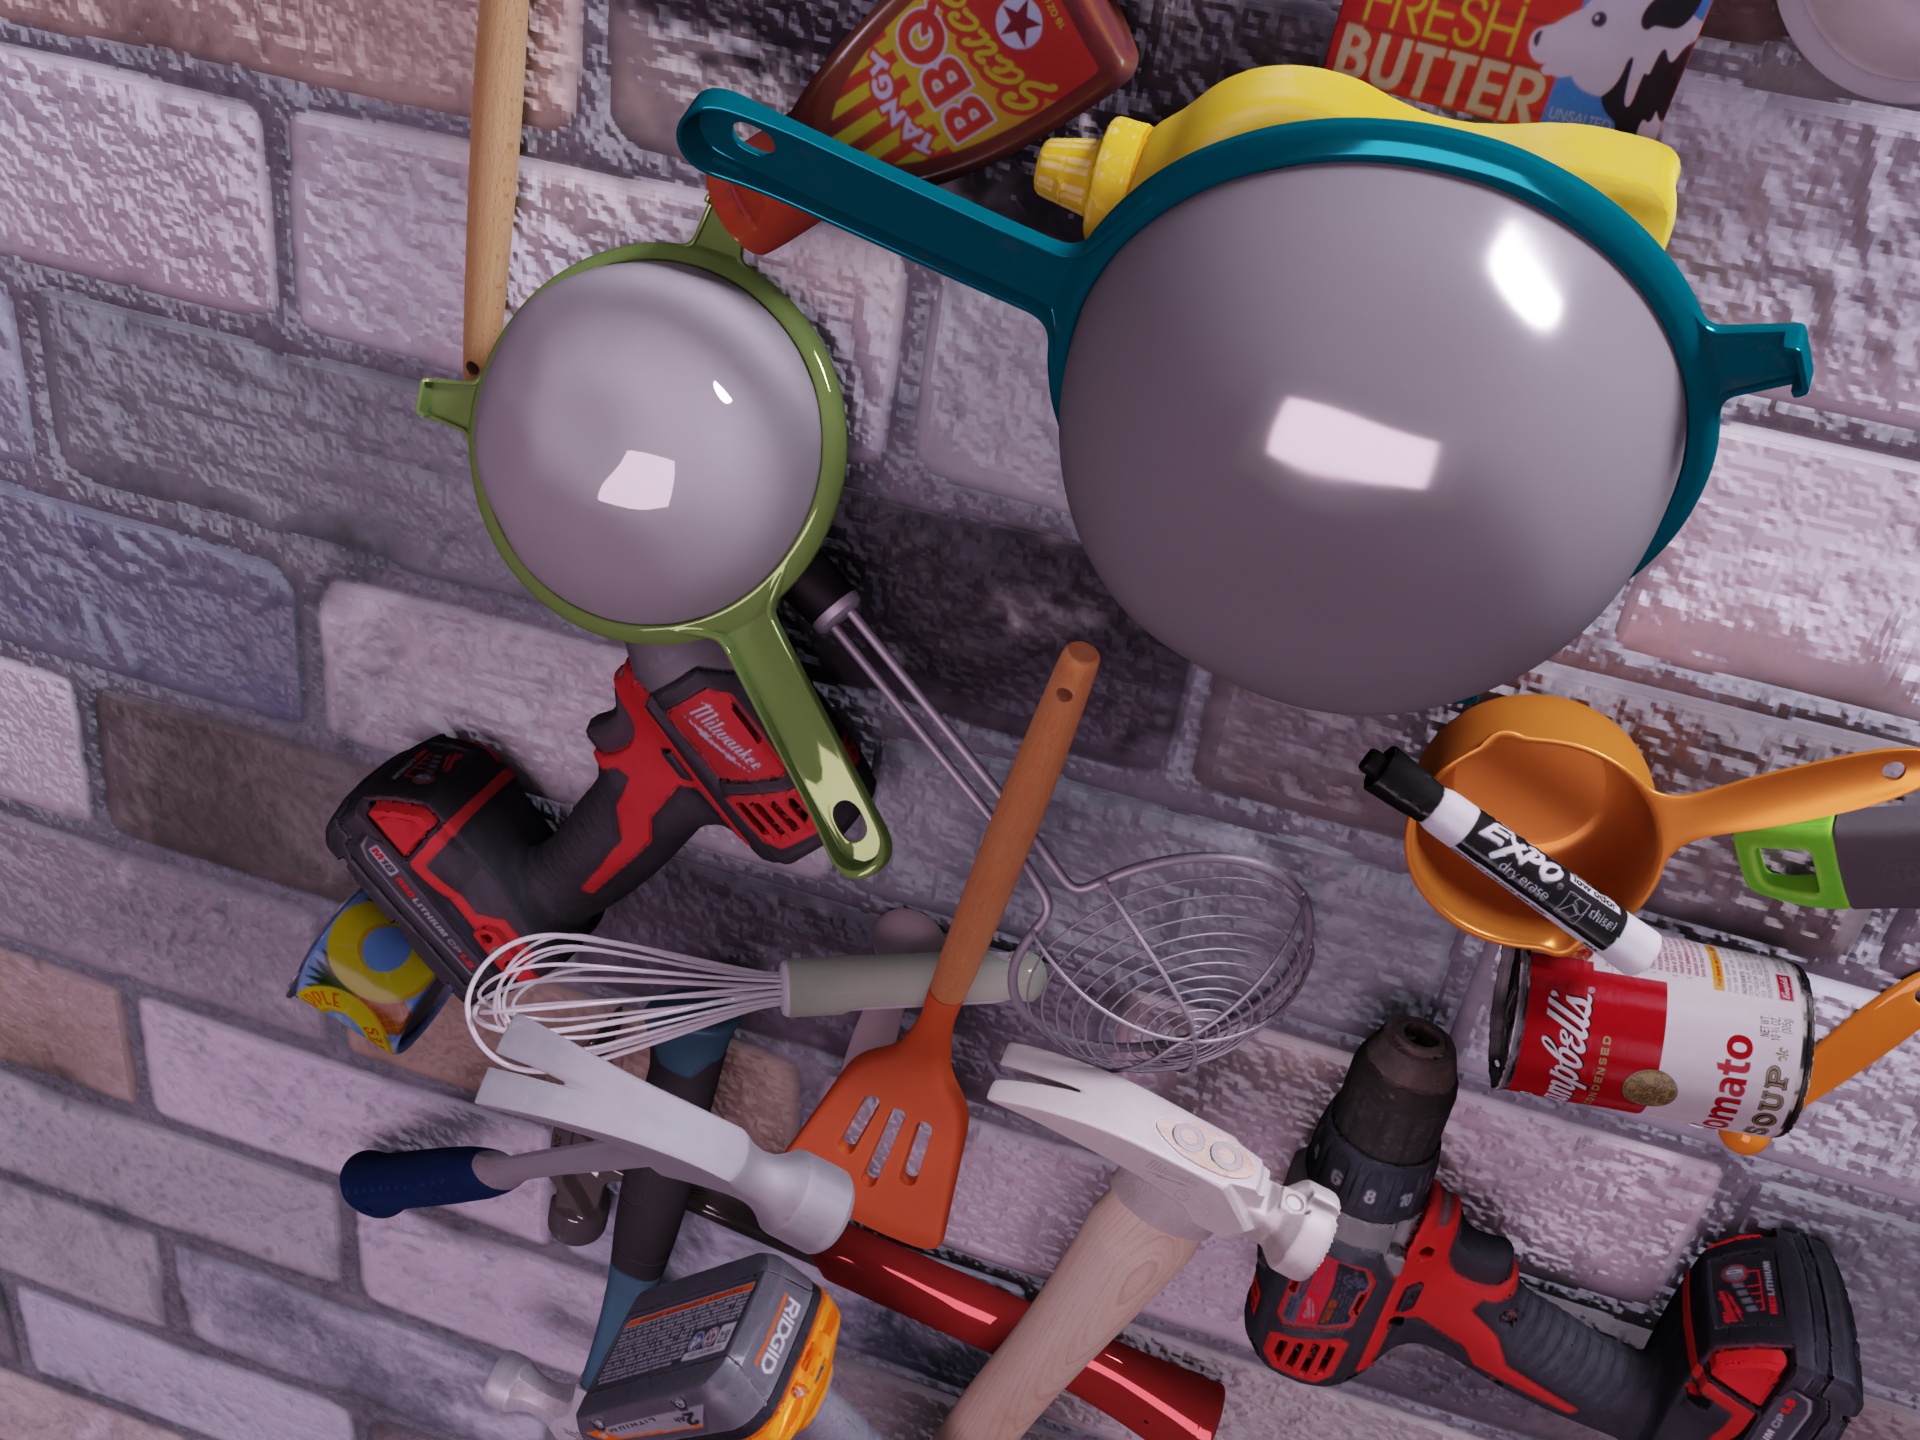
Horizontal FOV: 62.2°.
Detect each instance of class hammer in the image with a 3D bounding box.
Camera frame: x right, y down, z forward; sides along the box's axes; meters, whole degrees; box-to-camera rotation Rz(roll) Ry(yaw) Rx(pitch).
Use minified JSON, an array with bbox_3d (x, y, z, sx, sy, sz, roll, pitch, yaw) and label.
[{"bbox_3d":[-0.212,0.201,0.725,0.144,0.035,0.405,34,147,-23],"label":"hammer"},{"bbox_3d":[-0.160,0.261,0.792,0.128,0.033,0.330,22,121,8],"label":"hammer"},{"bbox_3d":[-0.038,0.269,0.797,0.359,0.037,0.149,22,121,6],"label":"hammer"},{"bbox_3d":[0.019,0.309,0.752,0.146,0.038,0.410,27,128,3],"label":"hammer"}]

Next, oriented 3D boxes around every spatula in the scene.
[{"bbox_3d":[-0.002,0.097,0.615,0.081,0.041,0.322,26,132,8],"label":"spatula"}]

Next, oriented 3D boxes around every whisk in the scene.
[{"bbox_3d":[-0.082,0.115,0.676,0.246,0.058,0.059,-1,94,-12],"label":"whisk"}]

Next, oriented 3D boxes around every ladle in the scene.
[{"bbox_3d":[-0.160,-0.259,0.563,0.069,0.031,0.315,21,123,9],"label":"ladle"}]

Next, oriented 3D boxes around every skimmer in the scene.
[{"bbox_3d":[-0.001,-0.002,0.646,0.127,0.090,0.363,-40,90,24],"label":"skimmer"}]

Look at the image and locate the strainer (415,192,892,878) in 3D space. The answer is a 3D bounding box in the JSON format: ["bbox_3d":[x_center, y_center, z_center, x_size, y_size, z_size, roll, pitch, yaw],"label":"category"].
[{"bbox_3d":[-0.097,-0.055,0.572,0.151,0.069,0.256,-28,88,12],"label":"strainer"}]

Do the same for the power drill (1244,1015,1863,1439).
[{"bbox_3d":[0.244,0.228,0.665,0.227,0.080,0.187,17,120,12],"label":"power drill"}]

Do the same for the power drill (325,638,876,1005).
[{"bbox_3d":[-0.158,0.023,0.684,0.219,0.079,0.143,-28,106,25],"label":"power drill"}]

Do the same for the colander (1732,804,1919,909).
[{"bbox_3d":[0.458,0.017,0.487,0.397,0.094,0.204,-6,116,40],"label":"colander"}]

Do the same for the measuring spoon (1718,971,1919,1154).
[{"bbox_3d":[0.342,0.135,0.619,0.021,0.011,0.117,33,122,-2],"label":"measuring spoon"}]

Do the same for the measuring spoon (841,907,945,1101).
[{"bbox_3d":[-0.037,0.139,0.737,0.034,0.018,0.124,22,121,5],"label":"measuring spoon"}]

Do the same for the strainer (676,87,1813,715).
[{"bbox_3d":[0.058,-0.093,0.488,0.340,0.095,0.211,24,147,-3],"label":"strainer"}]

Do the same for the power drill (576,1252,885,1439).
[{"bbox_3d":[-0.069,0.361,0.751,0.164,0.084,0.226,-30,111,35],"label":"power drill"}]

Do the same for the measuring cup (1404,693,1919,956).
[{"bbox_3d":[0.247,0.024,0.569,0.173,0.052,0.095,-15,112,22],"label":"measuring cup"}]

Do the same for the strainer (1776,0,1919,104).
[{"bbox_3d":[0.329,-0.179,0.443,0.258,0.050,0.087,33,107,-5],"label":"strainer"}]
